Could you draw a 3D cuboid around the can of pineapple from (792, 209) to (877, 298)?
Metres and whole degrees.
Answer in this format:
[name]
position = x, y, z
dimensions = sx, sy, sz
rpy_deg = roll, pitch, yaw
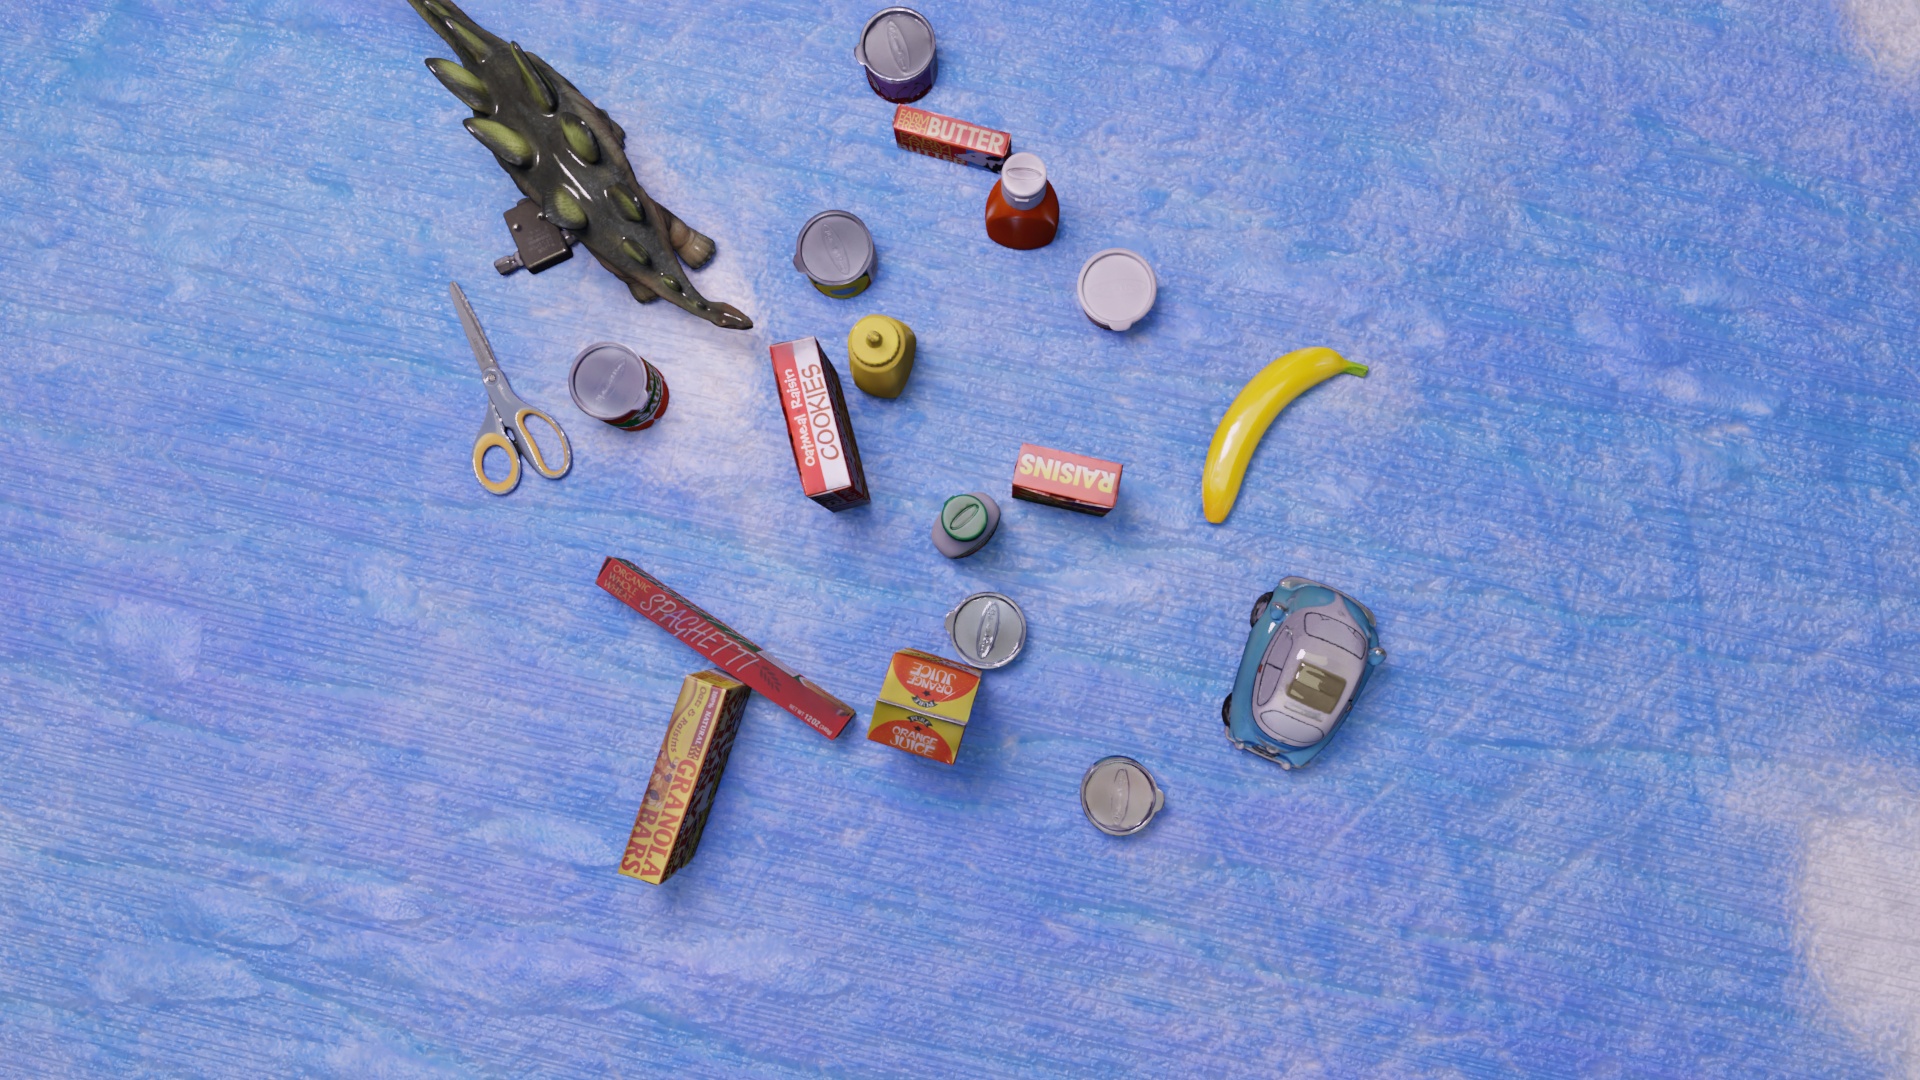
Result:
[can of pineapple]
position = -0.109, -0.249, 1.214
dimensions = 0.071, 0.058, 0.071
rpy_deg = 0, 87, 1

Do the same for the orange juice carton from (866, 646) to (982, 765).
[orange juice carton]
position = -0.027, 0.132, 1.120
dimensions = 0.072, 0.192, 0.073
rpy_deg = 17, 88, 2

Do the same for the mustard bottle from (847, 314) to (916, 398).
[mustard bottle]
position = -0.067, -0.159, 1.156
dimensions = 0.049, 0.160, 0.065
rpy_deg = 16, 88, 2

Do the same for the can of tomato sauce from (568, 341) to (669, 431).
[can of tomato sauce]
position = -0.291, -0.131, 1.198
dimensions = 0.071, 0.083, 0.071
rpy_deg = 0, 87, 1

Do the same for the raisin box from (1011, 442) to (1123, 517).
[raisin box]
position = 0.087, -0.049, 1.164
dimensions = 0.086, 0.123, 0.040
rpy_deg = 13, 87, 2

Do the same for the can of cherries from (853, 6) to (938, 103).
[can of cherries]
position = -0.056, -0.426, 1.224
dimensions = 0.071, 0.058, 0.071
rpy_deg = 0, 87, 1

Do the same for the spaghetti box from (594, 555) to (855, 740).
[spaghetti box]
position = -0.203, 0.092, 1.198
dimensions = 0.250, 0.050, 0.028
rpy_deg = 33, 88, 3

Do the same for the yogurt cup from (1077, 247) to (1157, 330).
[yogurt cup]
position = 0.134, -0.215, 1.208
dimensions = 0.072, 0.054, 0.072
rpy_deg = 0, 87, 1

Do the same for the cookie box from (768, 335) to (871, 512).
[cookie box]
position = -0.115, -0.091, 1.149
dimensions = 0.040, 0.167, 0.123
rpy_deg = -15, 87, 1

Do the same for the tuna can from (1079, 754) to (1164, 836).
[tuna can]
position = 0.138, 0.218, 1.191
dimensions = 0.071, 0.033, 0.071
rpy_deg = 0, 86, 1

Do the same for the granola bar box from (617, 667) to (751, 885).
[granola bar box]
position = -0.225, 0.192, 1.155
dimensions = 0.039, 0.124, 0.165
rpy_deg = 19, 87, 2

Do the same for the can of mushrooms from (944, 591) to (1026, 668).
[can of mushrooms]
position = 0.022, 0.077, 1.202
dimensions = 0.071, 0.033, 0.071
rpy_deg = 0, 86, 1

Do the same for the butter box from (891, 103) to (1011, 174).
[butter box]
position = -0.007, -0.352, 1.221
dimensions = 0.103, 0.053, 0.024
rpy_deg = 16, 87, 2

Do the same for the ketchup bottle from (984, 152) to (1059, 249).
[ketchup bottle]
position = 0.052, -0.284, 1.167
dimensions = 0.065, 0.149, 0.043
rpy_deg = 5, 87, 2

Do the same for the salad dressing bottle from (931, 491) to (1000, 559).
[salad dressing bottle]
position = 0.004, -0.014, 1.151
dimensions = 0.064, 0.147, 0.044
rpy_deg = -41, 87, -1
